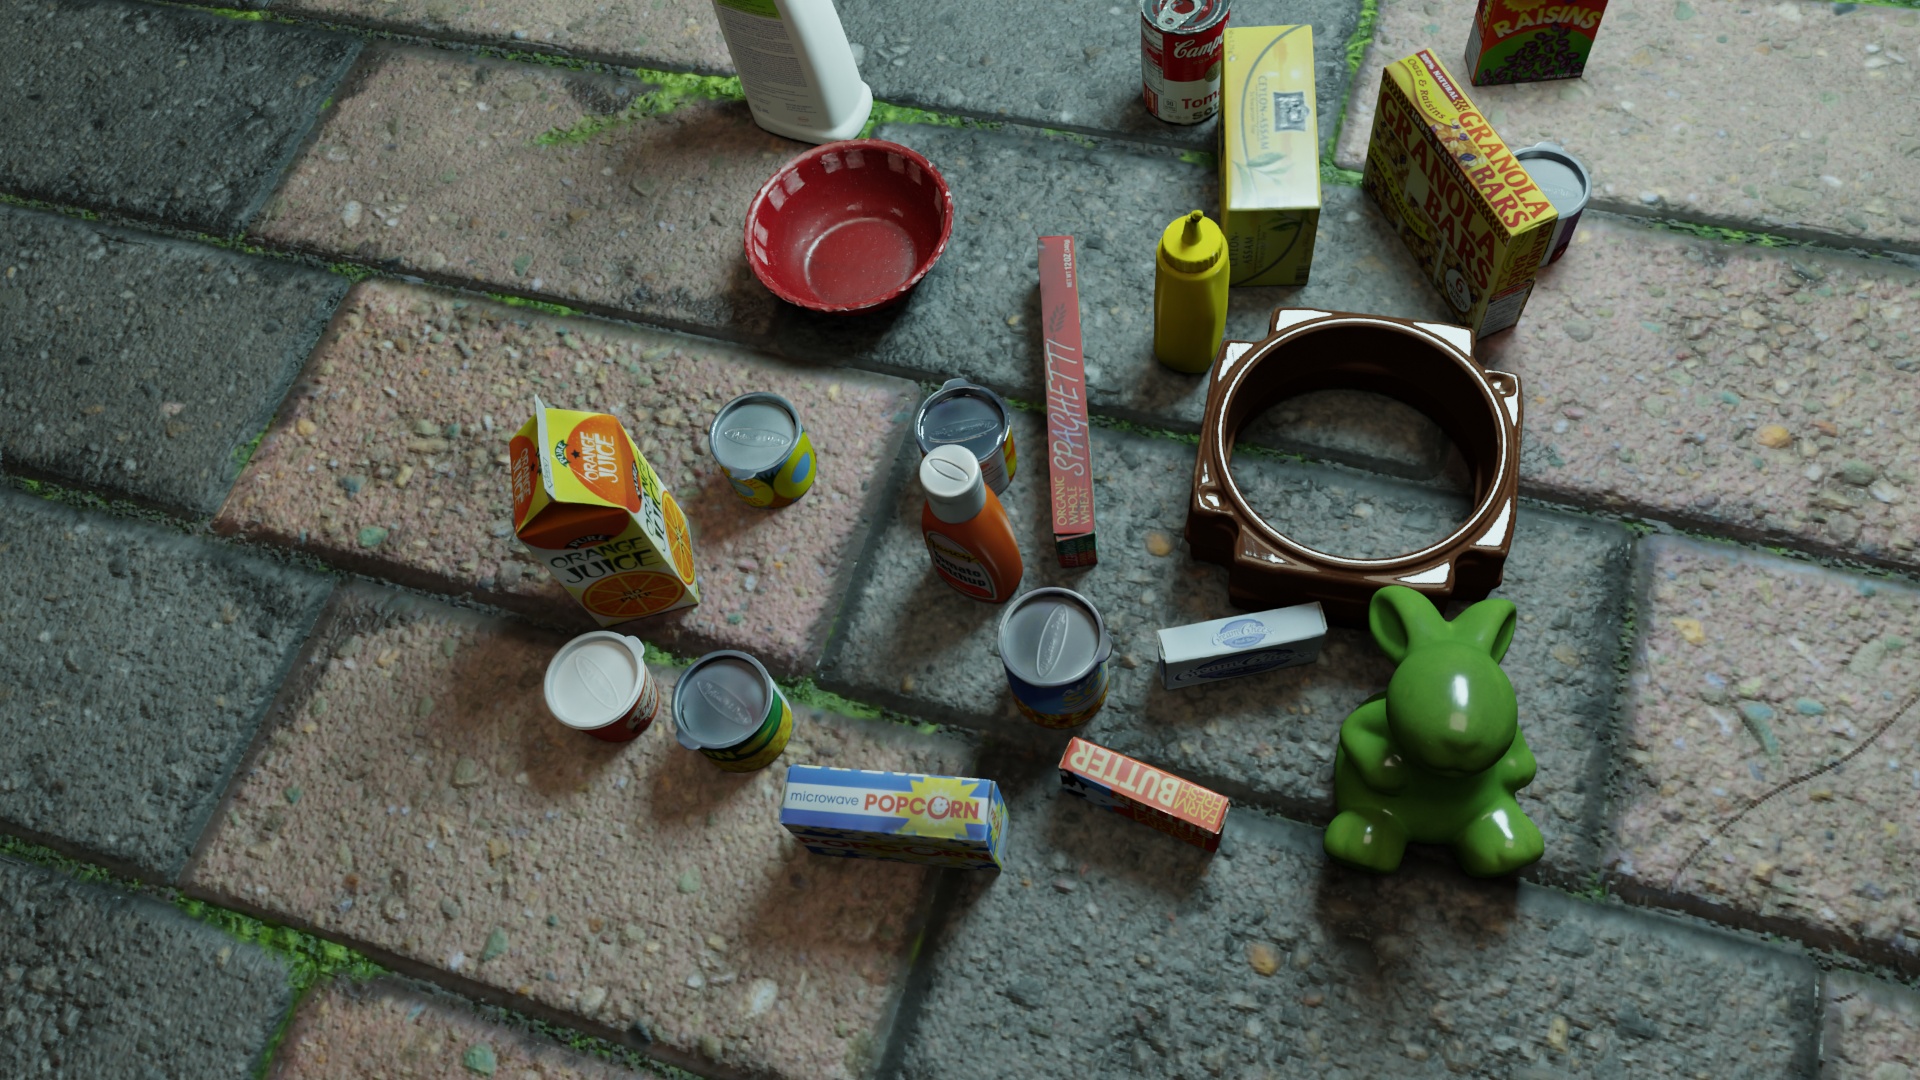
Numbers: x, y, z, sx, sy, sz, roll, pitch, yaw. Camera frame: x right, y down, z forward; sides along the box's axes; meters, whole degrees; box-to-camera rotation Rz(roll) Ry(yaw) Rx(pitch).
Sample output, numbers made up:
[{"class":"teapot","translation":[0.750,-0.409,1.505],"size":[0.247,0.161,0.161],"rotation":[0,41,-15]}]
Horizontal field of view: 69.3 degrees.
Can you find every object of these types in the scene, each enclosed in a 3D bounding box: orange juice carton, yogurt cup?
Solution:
[{"class":"orange juice carton","translation":[-0.237,-0.018,0.908],"size":[0.073,0.192,0.072],"rotation":[-14,63,1]},{"class":"yogurt cup","translation":[-0.236,0.101,0.927],"size":[0.072,0.053,0.072],"rotation":[-3,63,7]}]

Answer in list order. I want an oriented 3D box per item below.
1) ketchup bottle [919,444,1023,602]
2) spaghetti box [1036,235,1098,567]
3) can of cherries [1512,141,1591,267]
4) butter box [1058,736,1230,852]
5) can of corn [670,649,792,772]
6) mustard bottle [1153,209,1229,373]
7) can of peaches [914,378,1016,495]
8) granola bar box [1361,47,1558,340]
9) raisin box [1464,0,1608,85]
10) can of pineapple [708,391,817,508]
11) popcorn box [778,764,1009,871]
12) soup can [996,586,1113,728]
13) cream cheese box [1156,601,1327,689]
[{"class":"ketchup bottle","translation":[0.003,-0.011,0.894],"size":[0.065,0.148,0.044],"rotation":[26,71,19]},{"class":"spaghetti box","translation":[0.075,-0.102,0.985],"size":[0.029,0.050,0.251],"rotation":[-5,63,6]},{"class":"can of cherries","translation":[0.413,-0.241,0.999],"size":[0.071,0.058,0.072],"rotation":[-3,63,7]},{"class":"butter box","translation":[0.112,0.155,0.849],"size":[0.103,0.053,0.024],"rotation":[20,69,17]},{"class":"can of corn","translation":[-0.149,0.114,0.905],"size":[0.071,0.058,0.071],"rotation":[-3,63,7]},{"class":"mustard bottle","translation":[0.158,-0.177,0.948],"size":[0.049,0.159,0.065],"rotation":[12,66,14]},{"class":"can of peaches","translation":[0.005,-0.069,0.974],"size":[0.071,0.058,0.071],"rotation":[-3,63,7]},{"class":"granola bar box","translation":[0.345,-0.241,0.973],"size":[0.039,0.123,0.166],"rotation":[-22,63,-3]},{"class":"raisin box","translation":[0.436,-0.402,1.040],"size":[0.086,0.123,0.040],"rotation":[-2,64,7]},{"class":"can of pineapple","translation":[-0.141,-0.062,0.992],"size":[0.071,0.057,0.071],"rotation":[-3,63,7]},{"class":"popcorn box","translation":[-0.038,0.169,0.846],"size":[0.127,0.085,0.038],"rotation":[3,65,10]},{"class":"soup can","translation":[0.063,0.077,0.878],"size":[0.071,0.083,0.071],"rotation":[-3,64,7]},{"class":"cream cheese box","translation":[0.177,0.068,0.883],"size":[0.104,0.053,0.024],"rotation":[-11,63,3]}]
